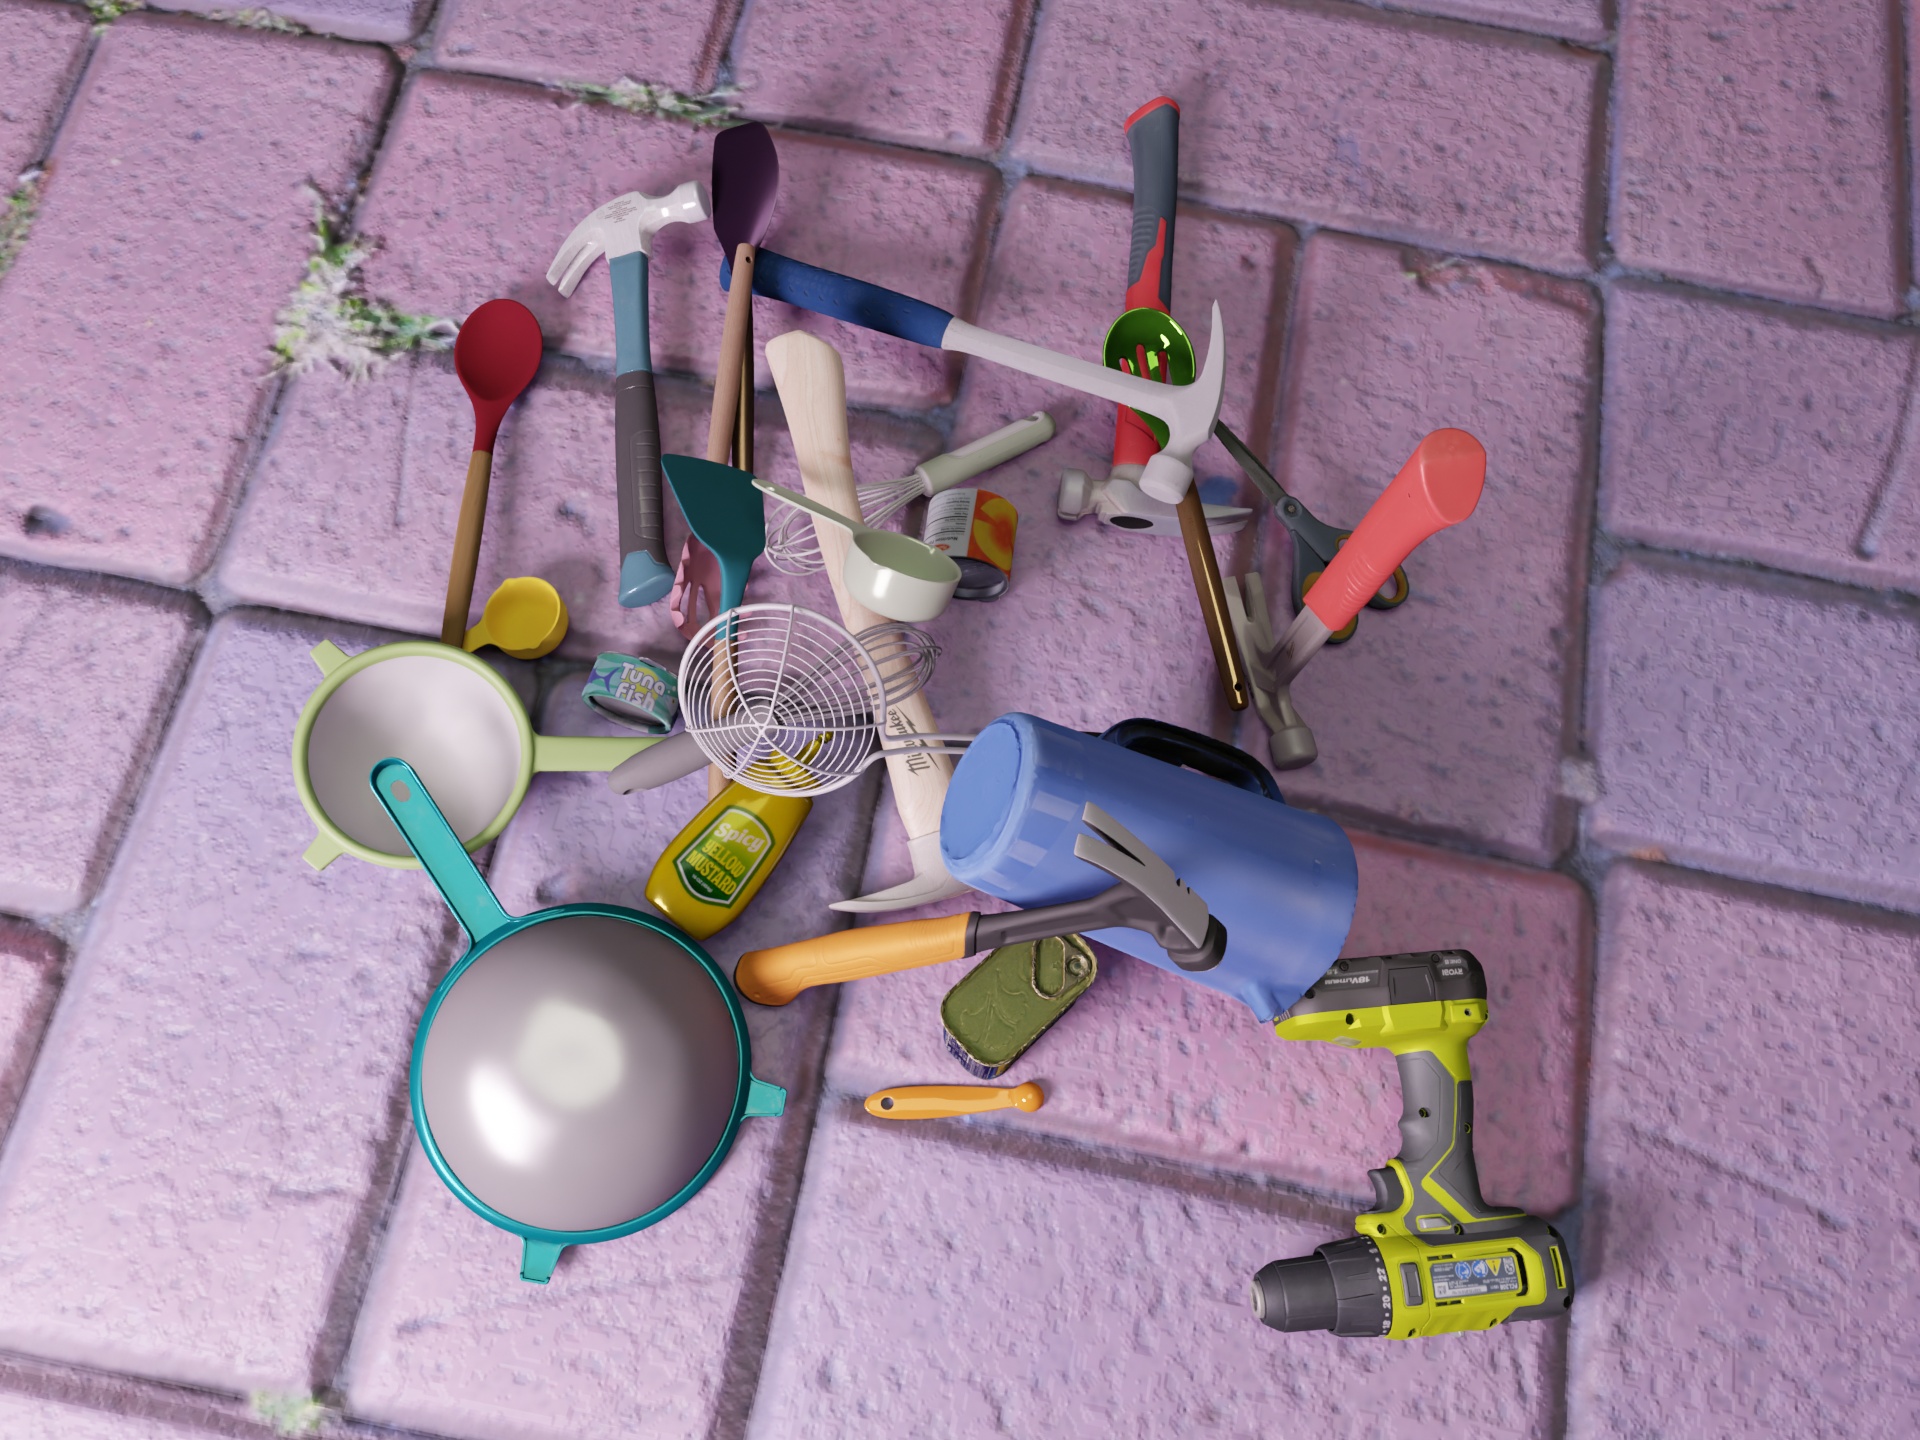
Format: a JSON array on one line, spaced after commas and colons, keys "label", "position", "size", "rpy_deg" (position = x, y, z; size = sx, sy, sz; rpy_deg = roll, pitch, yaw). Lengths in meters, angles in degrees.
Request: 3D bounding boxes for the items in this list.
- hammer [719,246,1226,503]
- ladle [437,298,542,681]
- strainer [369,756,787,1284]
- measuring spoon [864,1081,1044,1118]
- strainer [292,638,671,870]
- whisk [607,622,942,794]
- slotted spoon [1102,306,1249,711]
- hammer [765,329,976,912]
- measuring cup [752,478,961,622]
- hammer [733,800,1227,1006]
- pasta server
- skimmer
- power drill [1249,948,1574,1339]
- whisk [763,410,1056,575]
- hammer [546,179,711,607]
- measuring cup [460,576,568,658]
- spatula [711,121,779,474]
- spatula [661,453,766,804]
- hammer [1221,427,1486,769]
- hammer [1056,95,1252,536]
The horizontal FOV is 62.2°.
[{"label": "hammer", "position": [0.004, -0.289, 1.180], "size": [0.406, 0.035, 0.144], "rpy_deg": [22, 84, 18]}, {"label": "ladle", "position": [-0.350, -0.171, 1.155], "size": [0.069, 0.031, 0.316], "rpy_deg": [-2, 65, 6]}, {"label": "strainer", "position": [-0.267, 0.160, 0.972], "size": [0.211, 0.095, 0.340], "rpy_deg": [-33, 86, -15]}, {"label": "measuring spoon", "position": [-0.004, 0.245, 1.028], "size": [0.117, 0.011, 0.021], "rpy_deg": [-2, 69, -3]}, {"label": "strainer", "position": [-0.311, 0.027, 1.076], "size": [0.256, 0.069, 0.151], "rpy_deg": [0, 79, -16]}, {"label": "whisk", "position": [-0.123, -0.003, 1.043], "size": [0.239, 0.055, 0.055], "rpy_deg": [-24, 71, 3]}, {"label": "slotted spoon", "position": [0.162, -0.154, 1.143], "size": [0.070, 0.031, 0.314], "rpy_deg": [-10, 72, -6]}, {"label": "hammer", "position": [-0.073, -0.073, 1.097], "size": [0.146, 0.038, 0.411], "rpy_deg": [-16, 81, -8]}, {"label": "measuring cup", "position": [-0.078, -0.114, 1.064], "size": [0.168, 0.083, 0.038], "rpy_deg": [29, 115, 21]}, {"label": "hammer", "position": [-0.017, 0.127, 0.941], "size": [0.337, 0.127, 0.034], "rpy_deg": [-17, 43, 38]}, {"label": "pasta server", "position": [-0.170, -0.202, 1.154], "size": [0.060, 0.040, 0.316], "rpy_deg": [15, 75, -39]}, {"label": "skimmer", "position": [-0.002, -0.003, 1.029], "size": [0.363, 0.127, 0.090], "rpy_deg": [3, 34, -36]}, {"label": "power drill", "position": [0.265, 0.268, 0.997], "size": [0.190, 0.080, 0.229], "rpy_deg": [-4, 72, -5]}, {"label": "whisk", "position": [-0.034, -0.174, 1.172], "size": [0.246, 0.059, 0.058], "rpy_deg": [-28, 30, -17]}, {"label": "hammer", "position": [-0.241, -0.243, 1.183], "size": [0.128, 0.033, 0.331], "rpy_deg": [-10, 73, 13]}, {"label": "measuring cup", "position": [-0.348, -0.047, 1.125], "size": [0.156, 0.029, 0.062], "rpy_deg": [-29, 67, 0]}, {"label": "spatula", "position": [-0.163, -0.305, 1.200], "size": [0.060, 0.018, 0.316], "rpy_deg": [-5, 79, 22]}, {"label": "spatula", "position": [-0.166, -0.028, 1.092], "size": [0.082, 0.044, 0.317], "rpy_deg": [7, 81, -42]}, {"label": "hammer", "position": [0.233, -0.089, 0.980], "size": [0.036, 0.359, 0.149], "rpy_deg": [-11, 73, -8]}, {"label": "hammer", "position": [0.162, -0.322, 1.240], "size": [0.143, 0.038, 0.387], "rpy_deg": [7, 69, -1]}]
